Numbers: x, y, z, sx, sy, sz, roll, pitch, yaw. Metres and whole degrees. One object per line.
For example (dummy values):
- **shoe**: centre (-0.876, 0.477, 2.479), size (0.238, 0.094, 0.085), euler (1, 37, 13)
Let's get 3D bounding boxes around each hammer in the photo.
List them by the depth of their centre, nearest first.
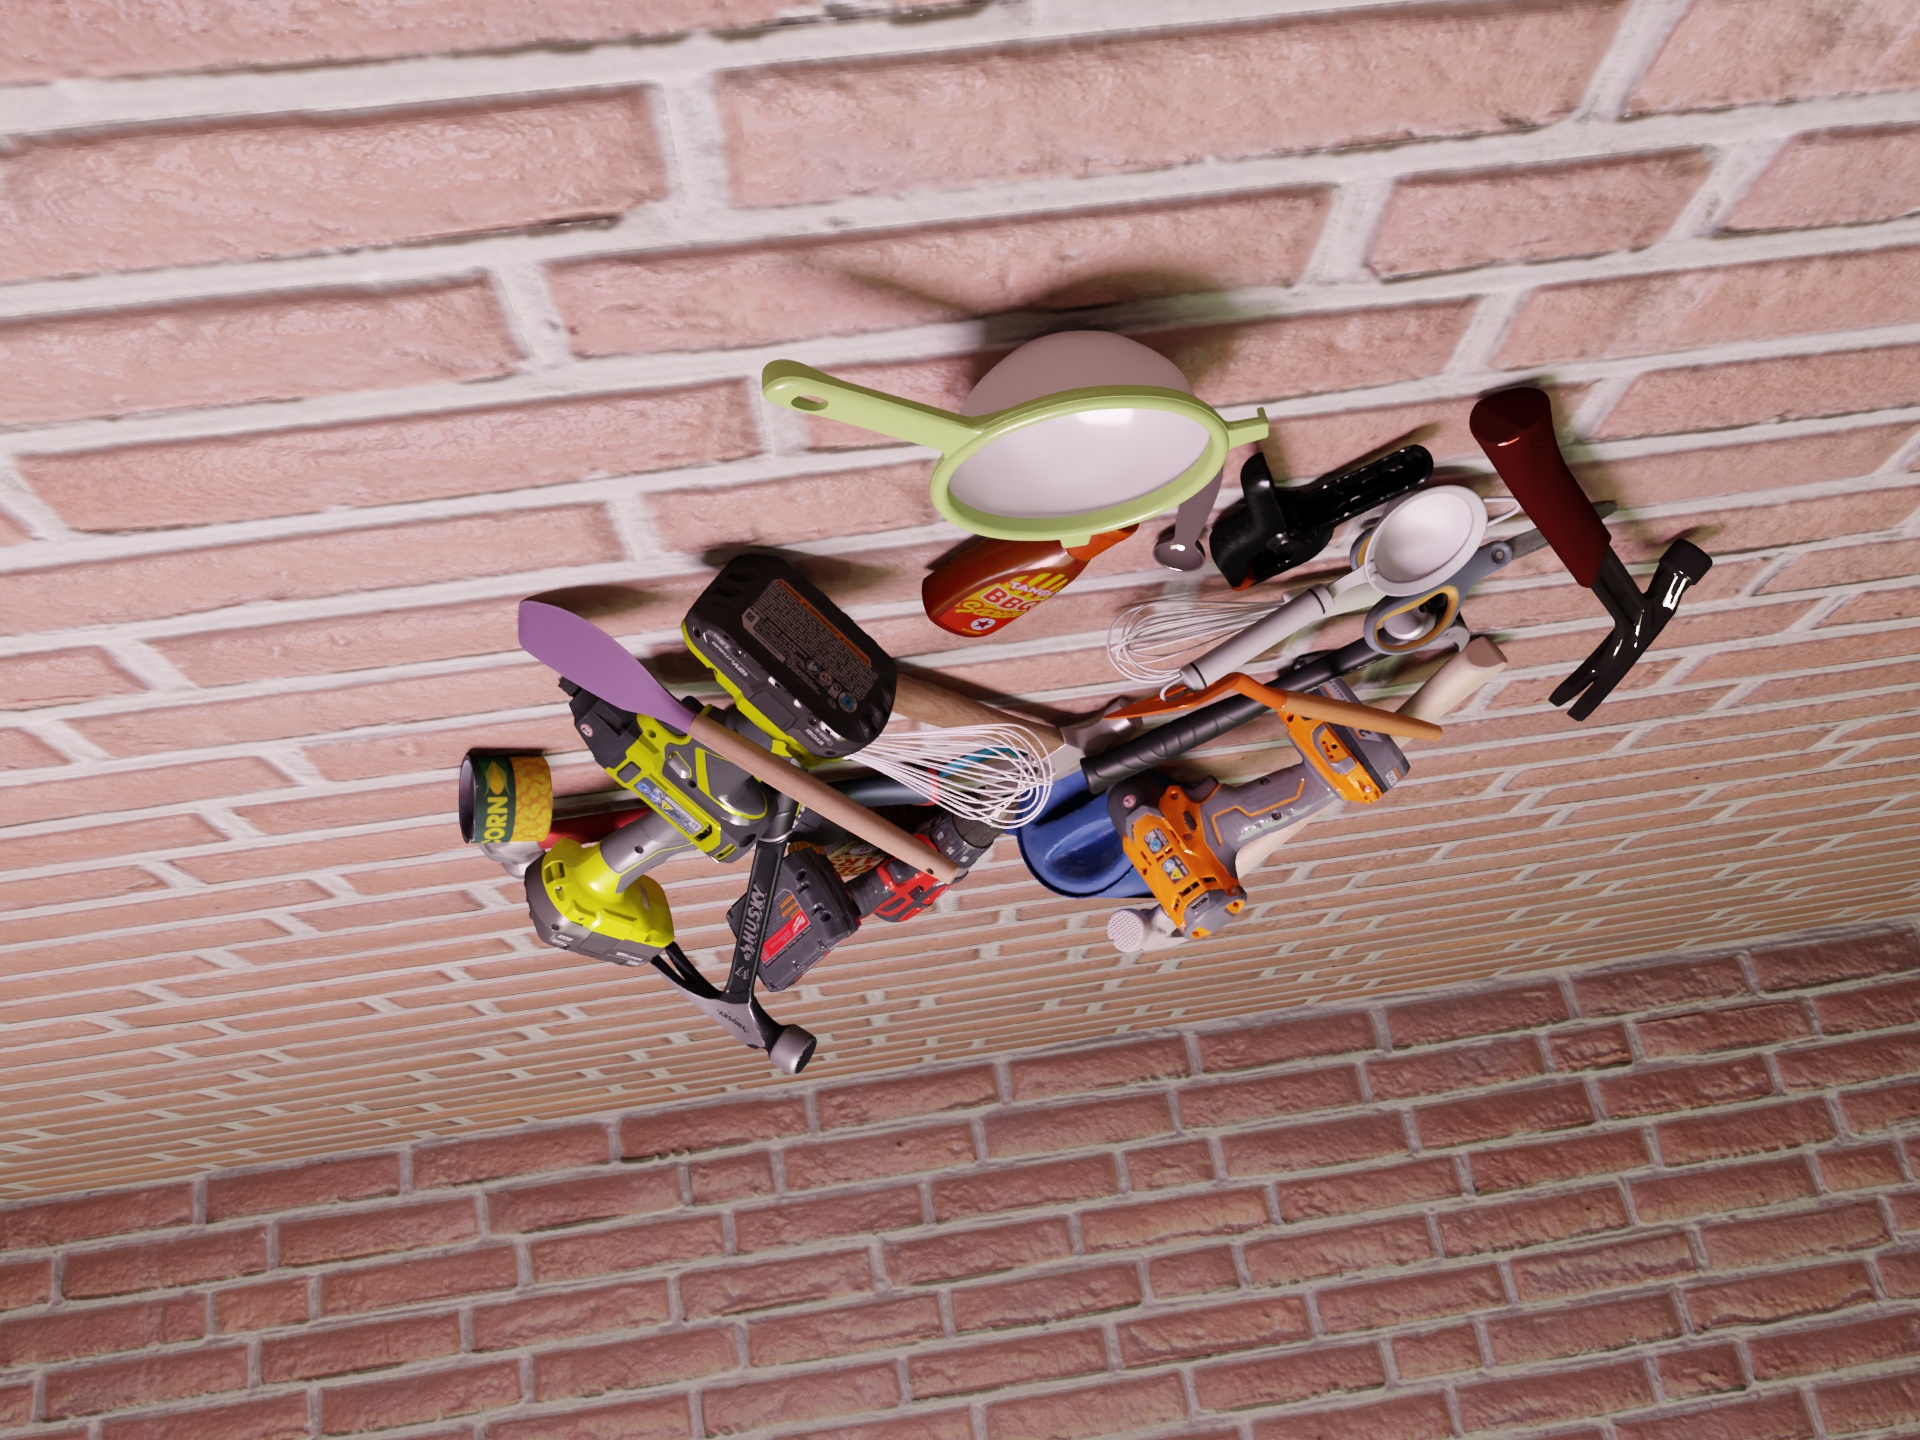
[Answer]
- **hammer**: centre (0.397, -0.112, 1.038), size (0.149, 0.037, 0.358), euler (-52, 142, 9)
- **hammer**: centre (-0.144, 0.093, 1.169), size (0.036, 0.149, 0.408), euler (-43, 156, -48)
- **hammer**: centre (0.230, -0.015, 1.218), size (0.335, 0.035, 0.146), euler (-27, 166, 33)
- **hammer**: centre (-0.002, -0.004, 1.219), size (0.130, 0.031, 0.331), euler (-36, 147, 29)
- **hammer**: centre (-0.209, 0.073, 1.346), size (0.386, 0.038, 0.143), euler (-8, 159, -4)
- **hammer**: centre (0.308, 0.072, 1.388), size (0.410, 0.038, 0.146), euler (-44, 156, 25)

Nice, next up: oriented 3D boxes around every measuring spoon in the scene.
- **measuring spoon**: centre (0.145, -0.131, 0.983), size (0.034, 0.018, 0.124), euler (15, 153, 3)
- **measuring spoon**: centre (0.024, 0.038, 1.376), size (0.128, 0.021, 0.042), euler (-21, 157, 25)

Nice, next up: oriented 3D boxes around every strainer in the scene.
- **strainer**: centre (0.014, -0.156, 0.770), size (0.256, 0.069, 0.151), euler (8, 157, -38)
- **strainer**: centre (0.236, -0.084, 1.019), size (0.258, 0.050, 0.086), euler (-32, 136, -2)

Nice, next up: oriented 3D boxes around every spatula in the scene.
- **spatula**: centre (-0.138, 0.013, 0.957), size (0.316, 0.018, 0.059), euler (30, 137, 9)
- **spatula**: centre (0.241, -0.003, 1.127), size (0.322, 0.041, 0.081), euler (9, 168, -38)

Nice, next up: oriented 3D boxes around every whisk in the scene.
- **whisk**: centre (0.222, -0.077, 1.118), size (0.246, 0.059, 0.057), euler (-14, 164, -2)
- **whisk**: centre (-0.058, 0.019, 1.119), size (0.285, 0.070, 0.070), euler (11, 173, 32)

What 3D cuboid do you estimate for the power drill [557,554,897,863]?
- **power drill**: centre (-0.157, -0.007, 1.023), size (0.171, 0.080, 0.223), euler (43, 138, -12)

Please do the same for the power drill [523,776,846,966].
- **power drill**: centre (-0.218, 0.103, 1.280), size (0.228, 0.080, 0.190), euler (-37, 141, 21)

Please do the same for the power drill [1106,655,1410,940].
- **power drill**: centre (0.230, 0.050, 1.299), size (0.226, 0.164, 0.084), euler (-39, 154, 9)

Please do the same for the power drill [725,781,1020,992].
- **power drill**: centre (-0.064, 0.129, 1.330), size (0.226, 0.080, 0.188), euler (-18, 161, -50)
